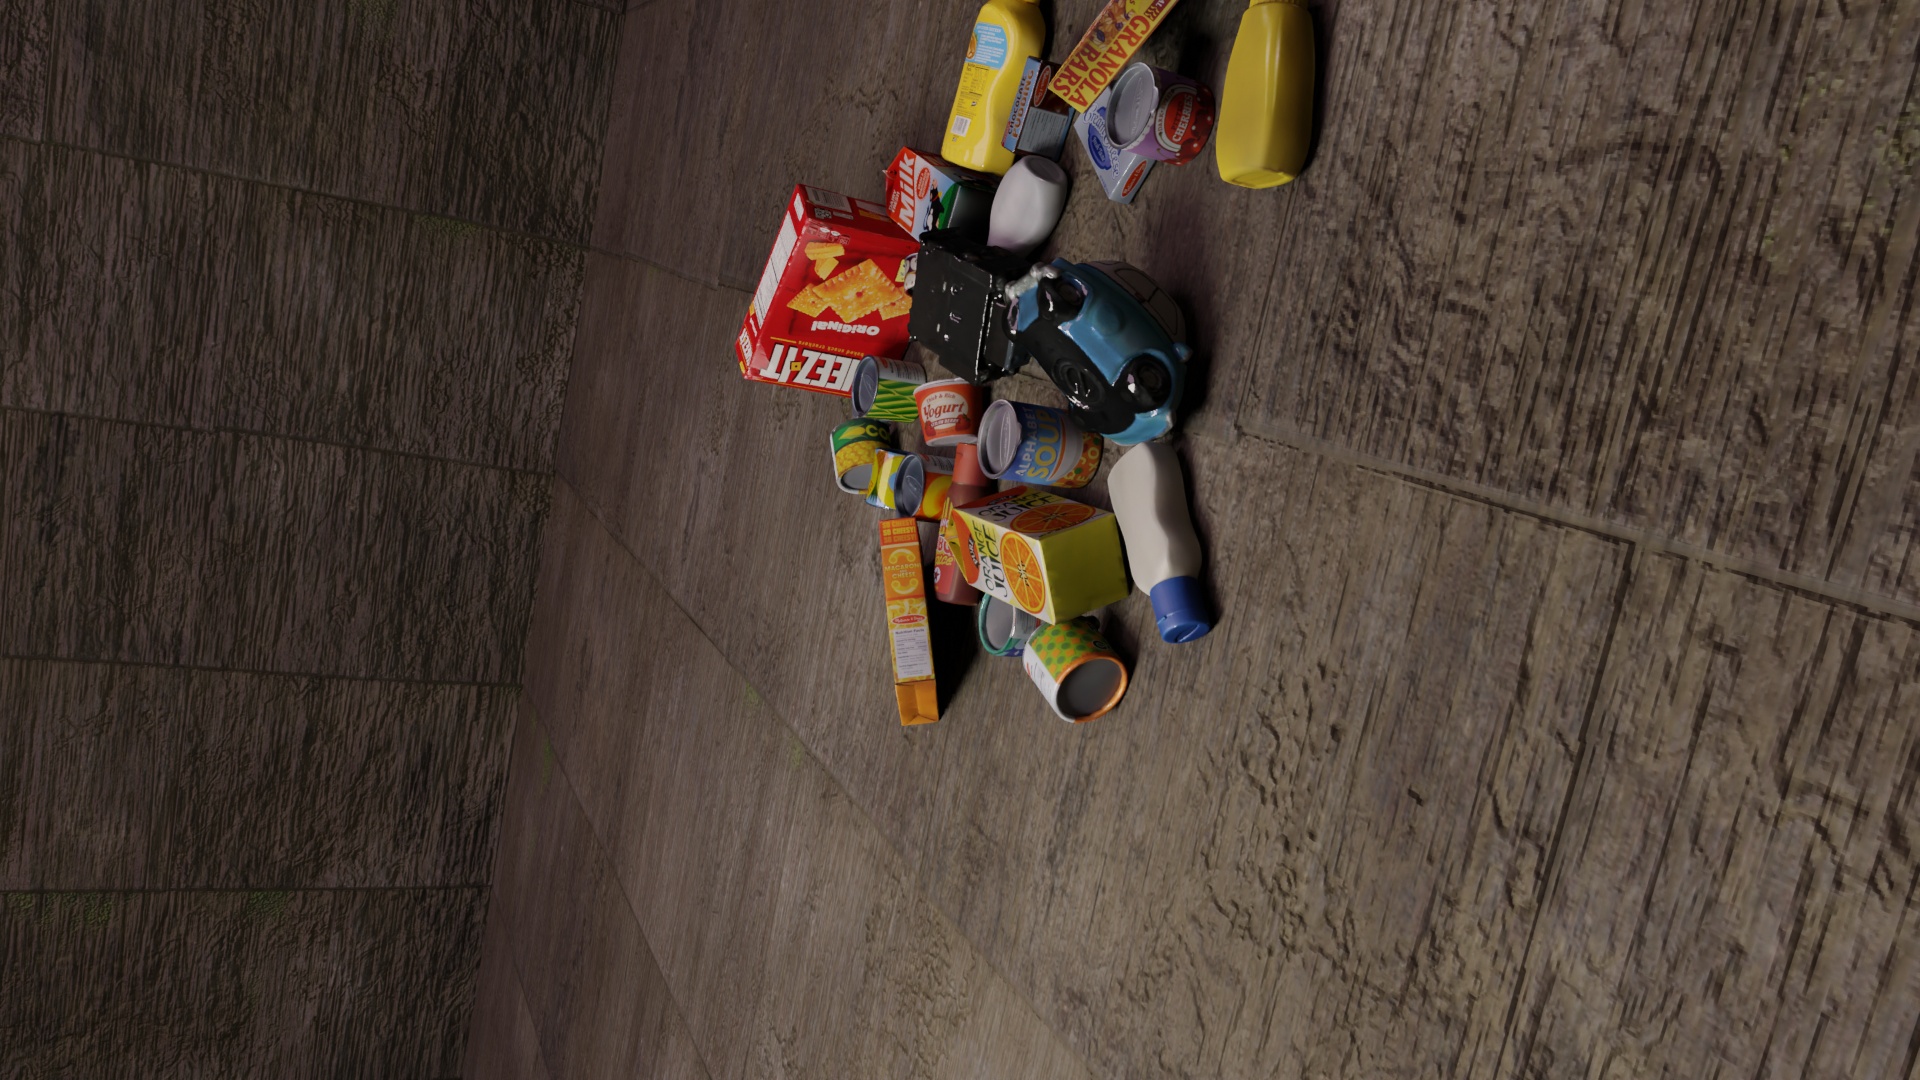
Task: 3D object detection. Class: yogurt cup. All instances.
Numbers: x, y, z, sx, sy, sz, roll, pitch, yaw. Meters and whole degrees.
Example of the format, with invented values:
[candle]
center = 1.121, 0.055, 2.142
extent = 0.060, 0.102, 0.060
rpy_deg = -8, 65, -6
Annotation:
[yogurt cup]
center = -0.009, -0.121, 1.329
extent = 0.072, 0.072, 0.054
rpy_deg = -19, 76, 60

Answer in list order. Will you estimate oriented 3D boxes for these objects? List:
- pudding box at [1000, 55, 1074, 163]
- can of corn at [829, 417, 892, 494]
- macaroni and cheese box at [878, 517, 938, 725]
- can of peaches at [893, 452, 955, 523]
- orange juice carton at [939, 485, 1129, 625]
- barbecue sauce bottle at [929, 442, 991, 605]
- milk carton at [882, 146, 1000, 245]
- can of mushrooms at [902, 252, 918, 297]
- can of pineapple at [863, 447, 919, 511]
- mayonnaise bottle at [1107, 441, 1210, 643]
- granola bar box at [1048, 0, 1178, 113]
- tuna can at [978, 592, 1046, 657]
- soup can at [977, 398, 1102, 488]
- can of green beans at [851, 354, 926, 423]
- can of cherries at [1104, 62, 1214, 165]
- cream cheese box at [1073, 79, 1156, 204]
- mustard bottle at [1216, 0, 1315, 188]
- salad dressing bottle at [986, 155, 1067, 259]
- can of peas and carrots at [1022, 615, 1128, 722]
[pudding box]
center = 0.074, -0.385, 1.243
extent = 0.030, 0.050, 0.083
rpy_deg = 51, 129, 52
[can of corn]
center = -0.103, -0.092, 1.500
extent = 0.070, 0.071, 0.058
rpy_deg = -48, 44, 48
[macaroni and cheese box]
center = -0.049, 0.079, 1.334
extent = 0.123, 0.040, 0.167
rpy_deg = 89, 174, -64
[can of peaches]
center = -0.026, -0.047, 1.349
extent = 0.071, 0.058, 0.071
rpy_deg = -19, 69, 60
[orange juice carton]
center = 0.054, 0.004, 1.149
extent = 0.193, 0.072, 0.072
rpy_deg = 23, 128, 61
[barbecue sauce bottle]
center = 0.005, -0.016, 1.300
extent = 0.065, 0.044, 0.148
rpy_deg = -163, 81, -67
[milk carton]
center = -0.016, -0.337, 1.379
extent = 0.191, 0.072, 0.073
rpy_deg = 52, 130, 53
[can of mushrooms]
center = -0.026, -0.262, 1.385
extent = 0.071, 0.071, 0.033
rpy_deg = -9, 78, 61
[can of pineapple]
center = -0.061, -0.061, 1.407
extent = 0.071, 0.071, 0.057
rpy_deg = 23, 104, 61
[mayonnaise bottle]
center = 0.149, 0.003, 1.027
extent = 0.064, 0.041, 0.148
rpy_deg = 129, 138, -50
[granola bar box]
center = 0.145, -0.421, 1.066
extent = 0.164, 0.039, 0.125
rpy_deg = -42, 15, 52
[tuna can]
center = 0.044, 0.070, 1.218
extent = 0.071, 0.033, 0.071
rpy_deg = -21, 66, 59
[soup can]
center = 0.067, -0.079, 1.152
extent = 0.071, 0.084, 0.071
rpy_deg = -20, 67, 60
[can of green beans]
center = -0.076, -0.160, 1.469
extent = 0.071, 0.058, 0.071
rpy_deg = -21, 66, 59
[can of cherries]
center = 0.154, -0.327, 1.069
extent = 0.071, 0.058, 0.071
rpy_deg = -24, 62, 58
[cream cheese box]
center = 0.130, -0.333, 1.154
extent = 0.053, 0.024, 0.104
rpy_deg = -56, 39, 40
[mustard bottle]
center = 0.216, -0.328, 0.962
extent = 0.065, 0.049, 0.160
rpy_deg = 8, 90, 62
[salad dressing bottle]
center = 0.048, -0.280, 1.274
extent = 0.064, 0.044, 0.146
rpy_deg = 51, 136, 24
[can of peas and carrots]
center = 0.092, 0.099, 1.088
extent = 0.059, 0.071, 0.070
rpy_deg = 54, 130, 52
